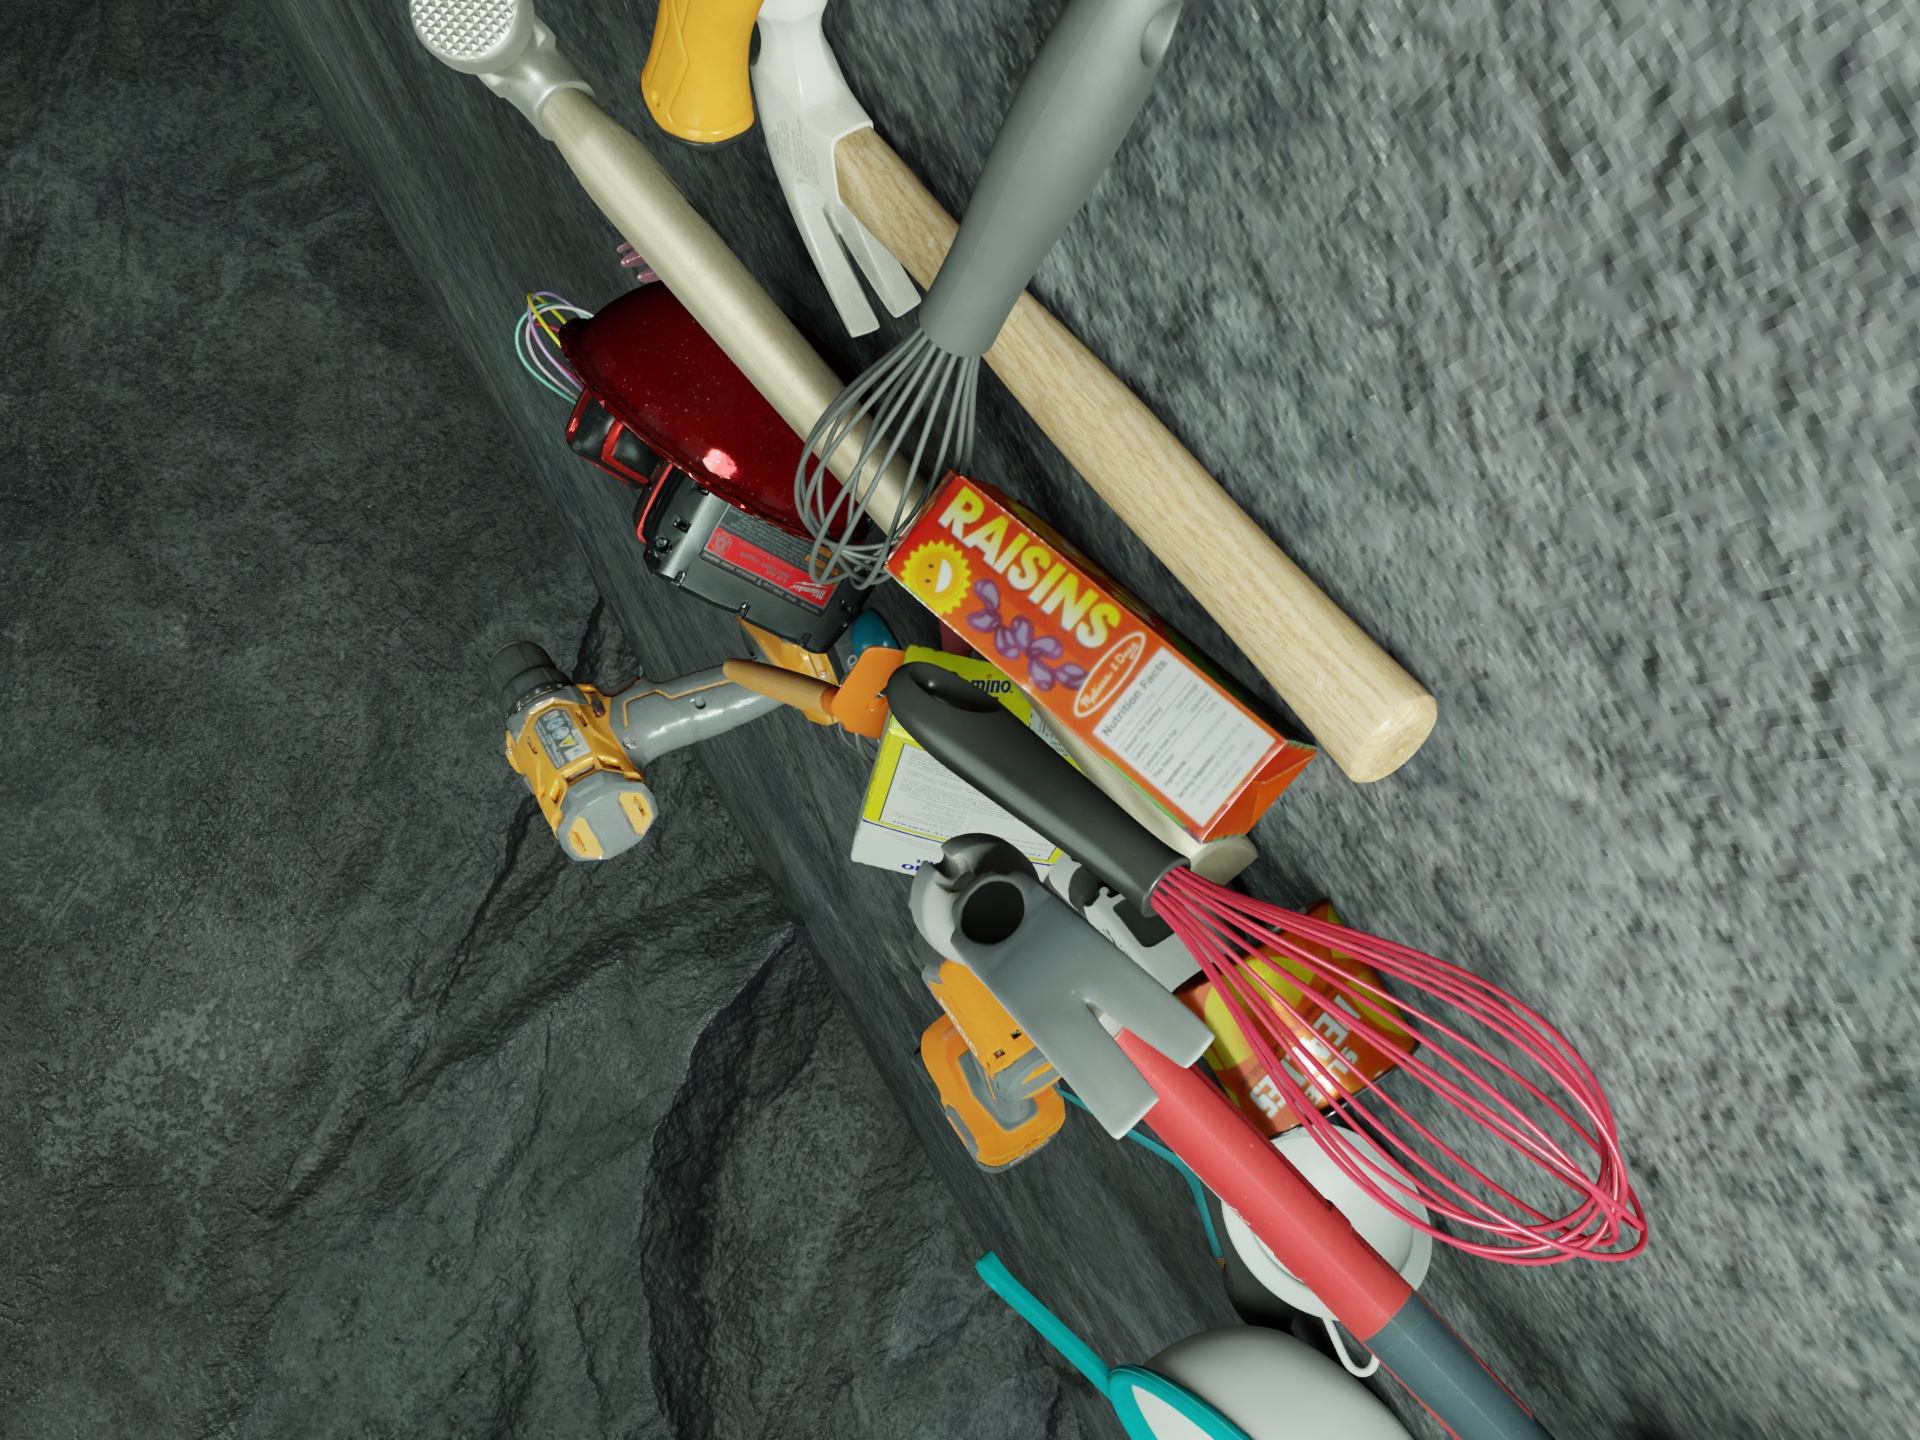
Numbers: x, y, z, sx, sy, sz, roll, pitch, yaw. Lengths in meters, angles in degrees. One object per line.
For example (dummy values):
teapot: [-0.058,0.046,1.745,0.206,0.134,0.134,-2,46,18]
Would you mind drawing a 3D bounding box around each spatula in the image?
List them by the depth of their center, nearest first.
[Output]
spatula: [-0.068,-0.021,0.794,0.323,0.081,0.041,16,91,65]
spatula: [0.160,0.341,0.946,0.317,0.044,0.082,61,161,-11]

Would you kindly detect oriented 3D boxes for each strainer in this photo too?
strainer: [0.126,0.136,0.637,0.087,0.050,0.258,-16,100,32]
strainer: [0.145,0.374,0.885,0.341,0.095,0.210,28,148,46]

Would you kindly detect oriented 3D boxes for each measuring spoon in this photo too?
measuring spoon: [-0.033,-0.006,0.952,0.128,0.021,0.042,63,167,-10]

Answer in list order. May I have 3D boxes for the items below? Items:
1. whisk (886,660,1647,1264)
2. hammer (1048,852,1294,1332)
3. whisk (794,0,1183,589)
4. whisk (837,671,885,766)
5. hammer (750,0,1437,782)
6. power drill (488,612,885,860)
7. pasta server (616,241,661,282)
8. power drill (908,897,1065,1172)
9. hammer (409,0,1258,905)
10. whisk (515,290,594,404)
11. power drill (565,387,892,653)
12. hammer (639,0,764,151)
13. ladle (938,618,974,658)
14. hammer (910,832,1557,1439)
whisk: [0.079,0.064,0.498,0.296,0.073,0.073,38,157,29]
hammer: [0.130,0.212,0.798,0.146,0.035,0.334,45,160,50]
whisk: [0.002,-0.110,0.438,0.055,0.055,0.239,56,146,14]
whisk: [-0.018,0.040,0.920,0.058,0.059,0.246,10,152,23]
hammer: [0.026,-0.108,0.495,0.332,0.031,0.130,53,165,27]
power drill: [-0.185,-0.028,1.015,0.186,0.226,0.084,48,163,40]
pasta server: [-0.153,-0.197,0.951,0.060,0.040,0.316,42,165,8]
power drill: [0.014,0.225,1.161,0.164,0.084,0.226,53,161,27]
hammer: [-0.035,-0.098,0.592,0.410,0.038,0.146,49,-174,-2]
whisk: [-0.187,-0.172,1.001,0.047,0.051,0.244,19,157,53]
power drill: [-0.124,-0.120,0.857,0.143,0.078,0.220,26,-170,-32]
hammer: [-0.048,-0.246,0.387,0.127,0.034,0.337,59,160,0]
ladle: [-0.001,-0.003,0.788,0.069,0.031,0.315,48,159,27]
hammer: [0.134,0.185,0.479,0.386,0.038,0.143,47,175,-22]
